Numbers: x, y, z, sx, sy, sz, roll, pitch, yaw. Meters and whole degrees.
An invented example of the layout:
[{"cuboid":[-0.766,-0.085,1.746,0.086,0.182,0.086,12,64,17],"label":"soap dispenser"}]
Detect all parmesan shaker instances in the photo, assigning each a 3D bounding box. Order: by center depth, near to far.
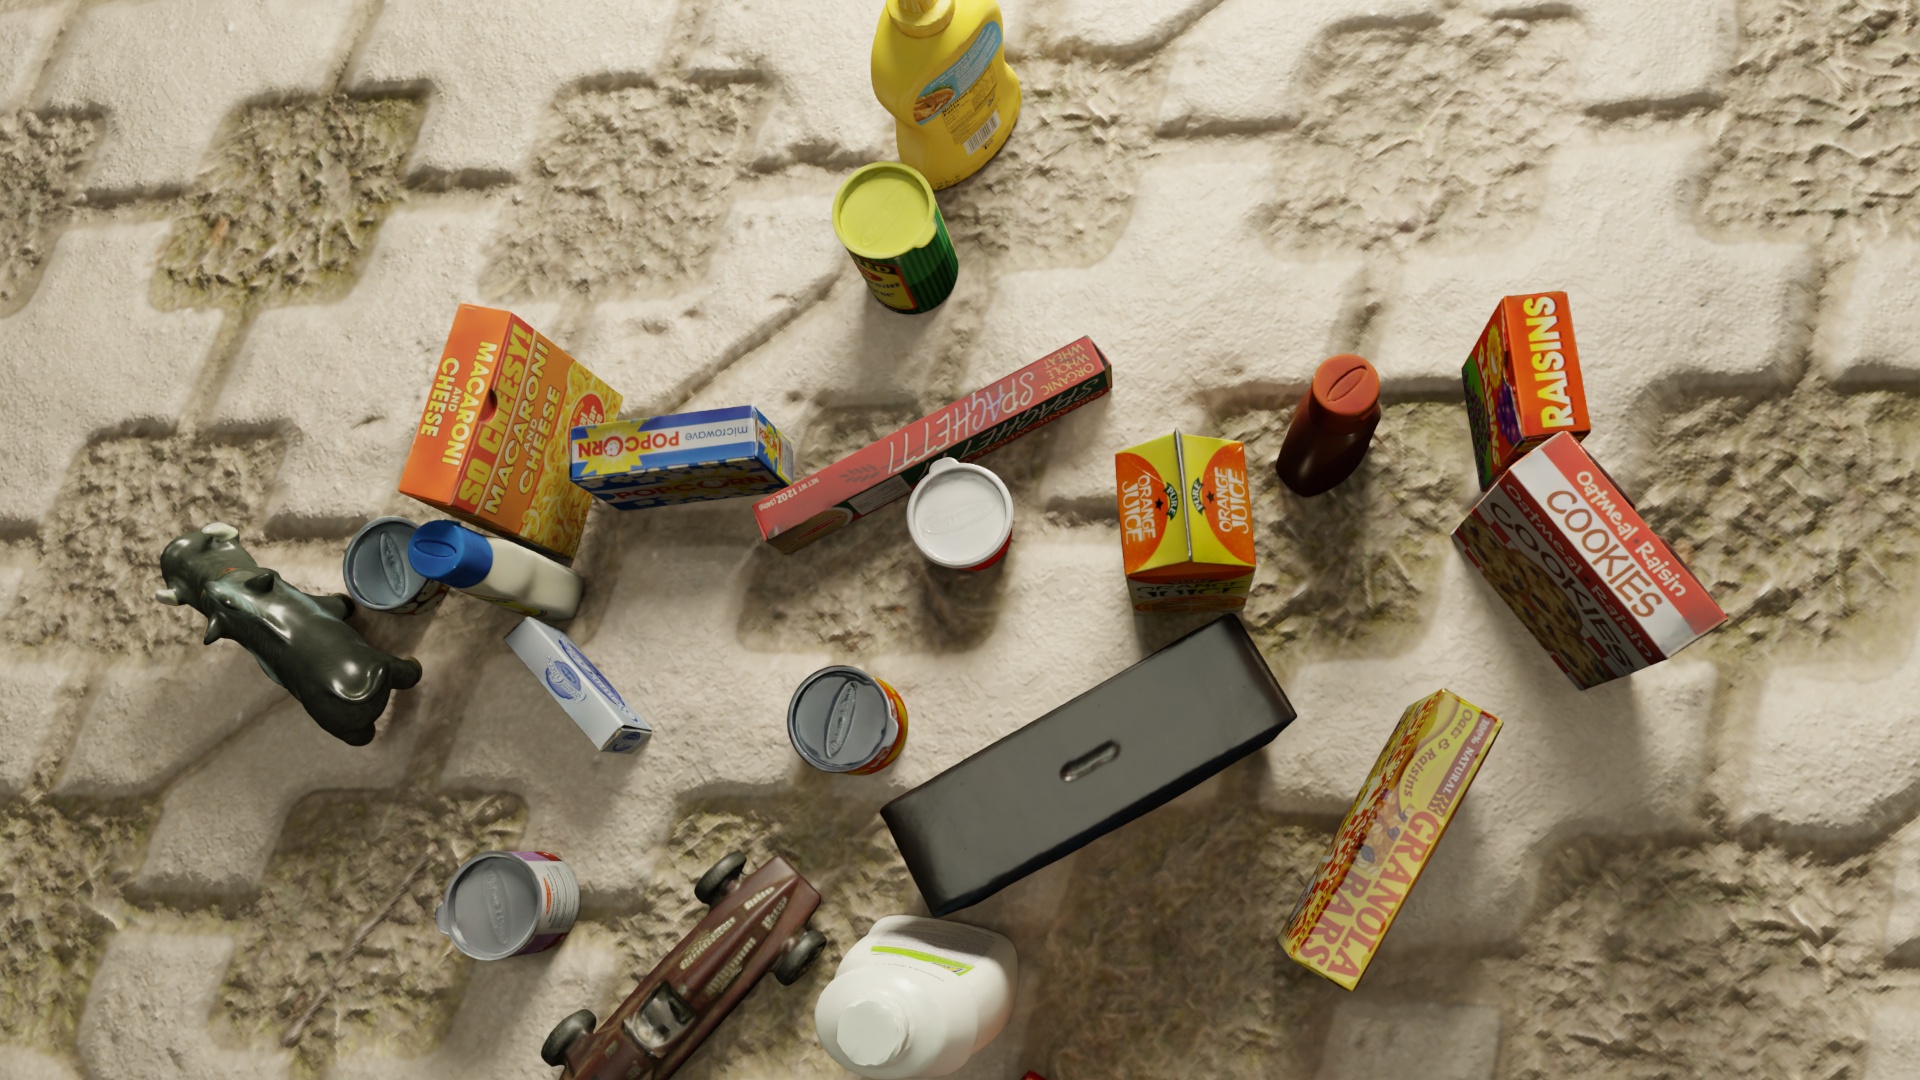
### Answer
[{"cuboid":[-0.039,-0.196,0.920,0.071,0.103,0.071,-2,78,9],"label":"parmesan shaker"}]

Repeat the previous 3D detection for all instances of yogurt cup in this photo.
[{"cuboid":[0.003,-0.011,0.898,0.072,0.054,0.072,-2,78,9],"label":"yogurt cup"}]

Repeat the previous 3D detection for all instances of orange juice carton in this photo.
[{"cuboid":[0.130,-0.006,0.805,0.073,0.192,0.072,-5,78,8],"label":"orange juice carton"}]

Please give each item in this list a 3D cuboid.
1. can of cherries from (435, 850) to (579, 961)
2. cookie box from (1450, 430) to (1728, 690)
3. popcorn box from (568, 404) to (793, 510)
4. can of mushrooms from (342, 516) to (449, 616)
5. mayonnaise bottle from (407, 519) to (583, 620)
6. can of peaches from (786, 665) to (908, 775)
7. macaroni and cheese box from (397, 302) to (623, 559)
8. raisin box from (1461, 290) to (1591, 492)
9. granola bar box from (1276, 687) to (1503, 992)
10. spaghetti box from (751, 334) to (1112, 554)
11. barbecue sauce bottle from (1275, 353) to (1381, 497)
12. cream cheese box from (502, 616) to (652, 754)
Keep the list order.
[{"cuboid":[-0.288,0.232,0.888,0.071,0.058,0.071,-2,78,9],"label":"can of cherries"},{"cuboid":[0.344,0.016,0.779,0.040,0.167,0.123,-35,75,1],"label":"cookie box"},{"cuboid":[-0.183,-0.053,0.920,0.127,0.085,0.038,-6,77,8],"label":"popcorn box"},{"cuboid":[-0.387,0.018,0.964,0.071,0.033,0.071,-2,77,9],"label":"can of mushrooms"},{"cuboid":[-0.299,0.020,0.890,0.065,0.148,0.041,10,80,11],"label":"mayonnaise bottle"},{"cuboid":[-0.068,0.116,0.879,0.071,0.058,0.071,-2,78,9],"label":"can of peaches"},{"cuboid":[-0.283,-0.065,0.897,0.040,0.166,0.124,12,80,12],"label":"macaroni and cheese box"},{"cuboid":[0.333,-0.086,0.826,0.040,0.123,0.086,-5,77,8],"label":"raisin box"},{"cuboid":[0.239,0.168,0.784,0.039,0.124,0.165,30,84,14],"label":"granola bar box"},{"cuboid":[-0.016,-0.061,0.914,0.250,0.050,0.029,-27,75,2],"label":"spaghetti box"},{"cuboid":[0.222,-0.070,0.827,0.065,0.148,0.044,-41,75,-1],"label":"barbecue sauce bottle"},{"cuboid":[-0.251,0.096,0.915,0.024,0.053,0.104,-45,75,-2],"label":"cream cheese box"}]
